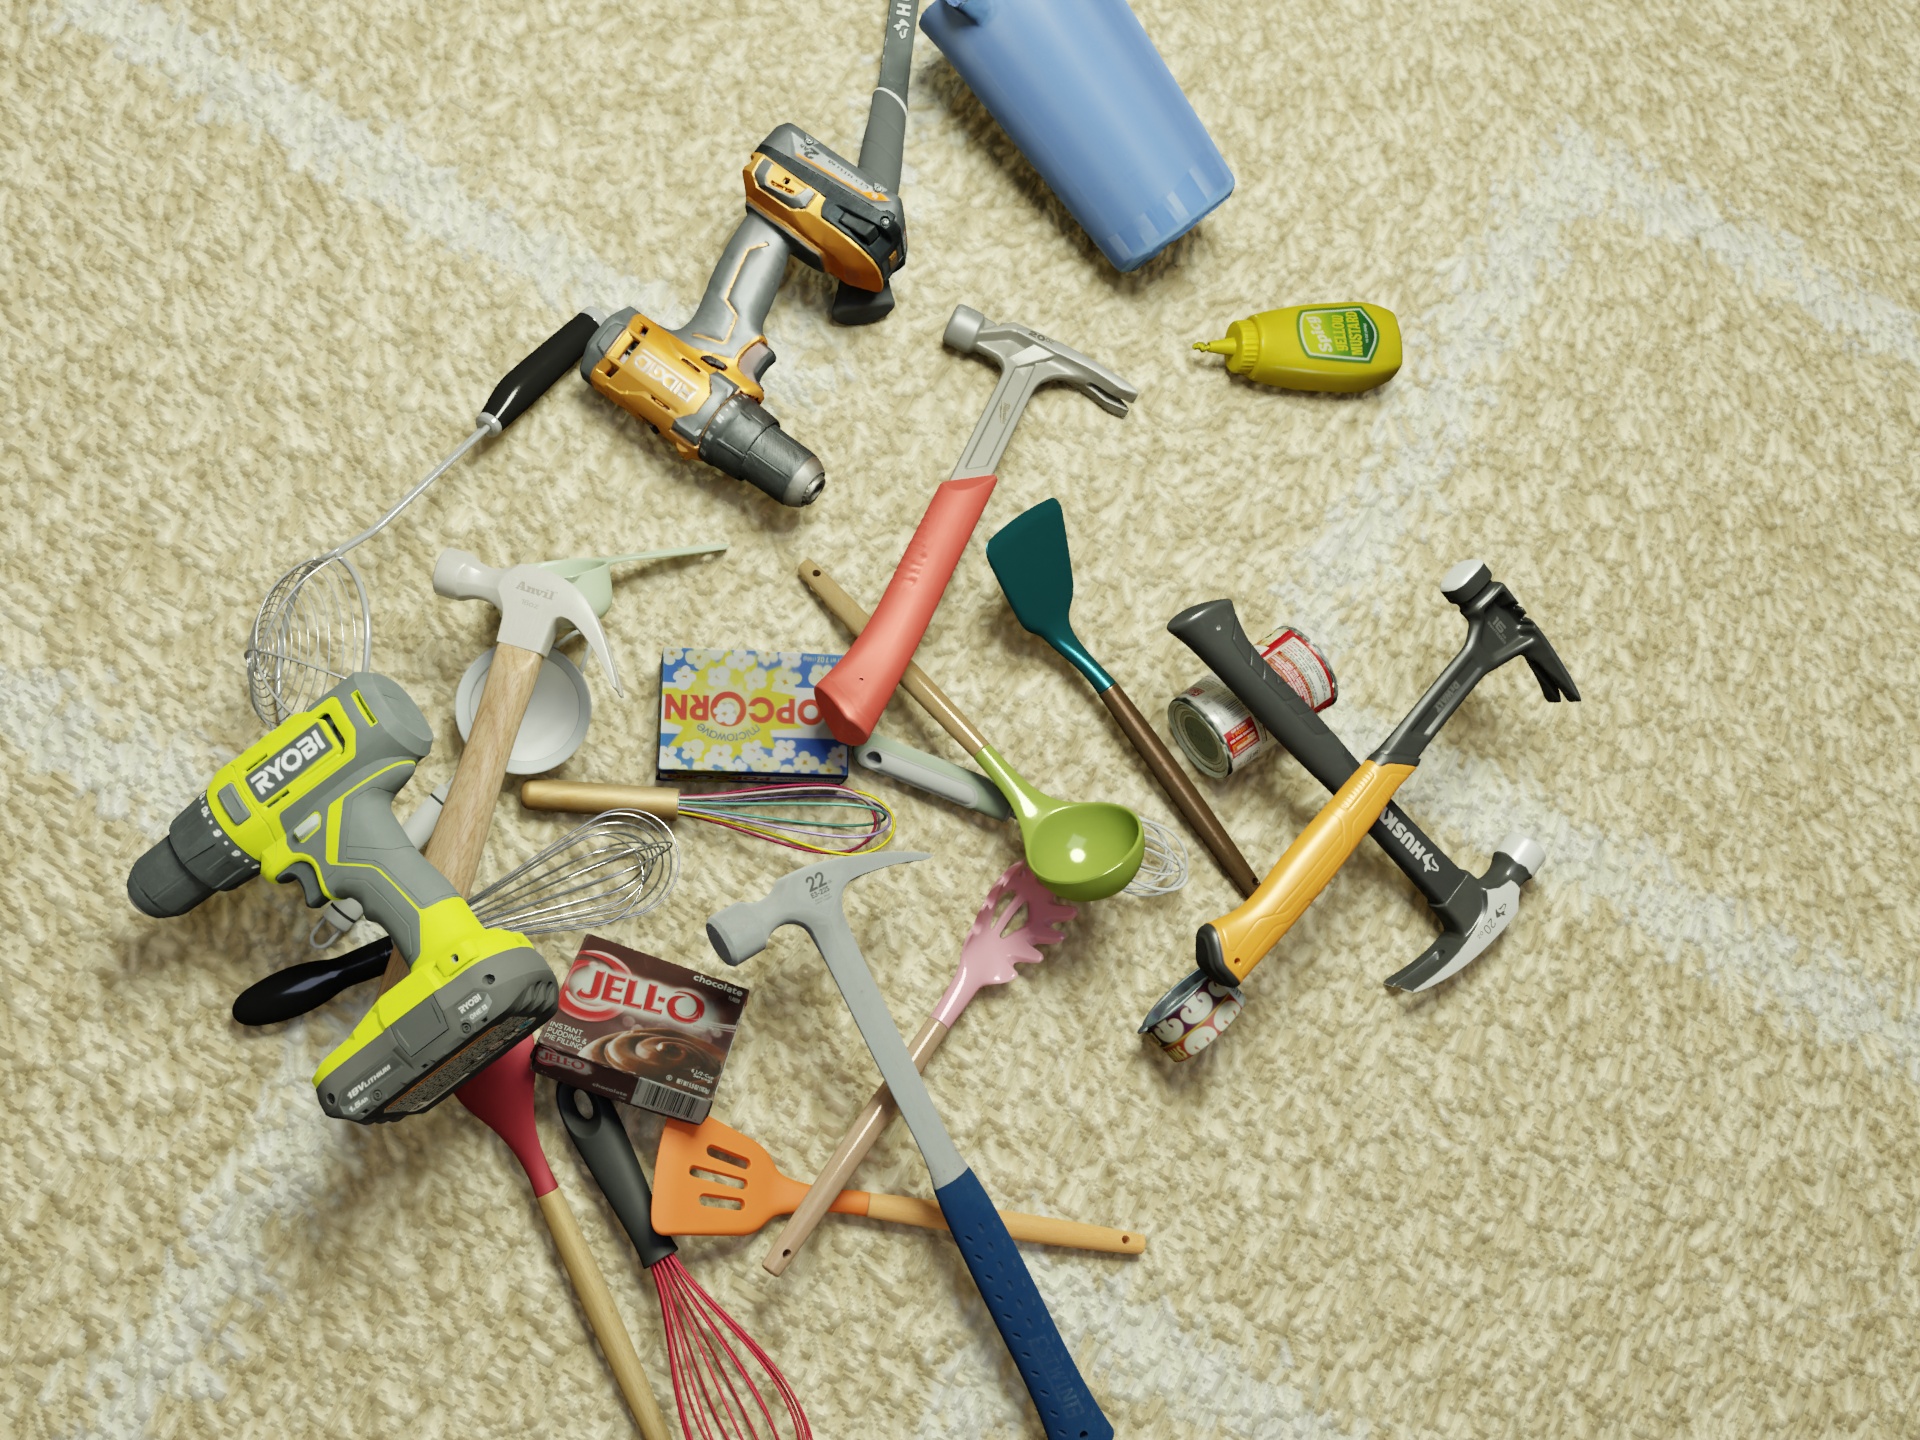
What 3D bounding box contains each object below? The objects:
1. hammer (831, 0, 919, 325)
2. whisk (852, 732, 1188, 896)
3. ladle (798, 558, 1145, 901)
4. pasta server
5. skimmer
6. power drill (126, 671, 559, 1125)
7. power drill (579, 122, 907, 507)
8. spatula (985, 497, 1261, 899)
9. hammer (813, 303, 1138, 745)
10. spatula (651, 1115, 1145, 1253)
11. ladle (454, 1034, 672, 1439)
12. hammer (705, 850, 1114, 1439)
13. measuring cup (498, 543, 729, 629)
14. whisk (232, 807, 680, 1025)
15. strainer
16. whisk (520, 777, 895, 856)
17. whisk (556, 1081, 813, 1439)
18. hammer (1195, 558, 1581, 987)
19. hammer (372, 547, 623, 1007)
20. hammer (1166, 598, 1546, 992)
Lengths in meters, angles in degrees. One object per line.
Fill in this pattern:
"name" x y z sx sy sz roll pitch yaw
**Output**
"hammer" -0.056 -0.487 1.206 0.149 0.036 0.409 9 75 -8
"whisk" 0.041 0.062 1.084 0.246 0.057 0.059 21 31 -1
"ladle" -0.002 -0.003 1.058 0.078 0.062 0.320 -37 73 -23
"pasta server" -0.026 0.215 1.015 0.060 0.040 0.316 44 63 -13
"skimmer" -0.334 -0.134 1.051 0.363 0.127 0.090 -55 127 -29
"power drill" -0.353 0.111 0.903 0.190 0.080 0.229 -37 76 0
"power drill" -0.125 -0.272 1.098 0.185 0.084 0.226 36 84 6
"spatula" 0.122 -0.004 1.103 0.082 0.044 0.317 -38 93 -38
"hammer" 0.001 -0.132 1.095 0.149 0.036 0.359 26 61 -3
"spatula" -0.034 0.309 1.009 0.322 0.041 0.081 11 58 -10
"ladle" -0.242 0.312 0.972 0.069 0.031 0.315 -27 86 18
"hammer" -0.005 0.269 0.982 0.144 0.035 0.405 -28 94 -26
"measuring cup" -0.229 -0.091 1.067 0.167 0.083 0.038 -14 107 -32
"whisk" -0.313 0.127 0.995 0.284 0.070 0.070 -21 81 -10
"strainer" -0.325 0.043 1.019 0.087 0.050 0.258 40 78 -3
"whisk" -0.164 0.060 1.046 0.245 0.051 0.047 5 81 -7
"whisk" -0.174 0.345 0.966 0.073 0.073 0.296 -27 77 -16
"hammer" 0.278 0.050 1.059 0.337 0.034 0.127 -46 104 -14
"hammer" -0.299 0.066 0.963 0.130 0.031 0.331 15 81 1
"hammer" 0.259 0.043 1.088 0.334 0.035 0.146 44 77 -16
